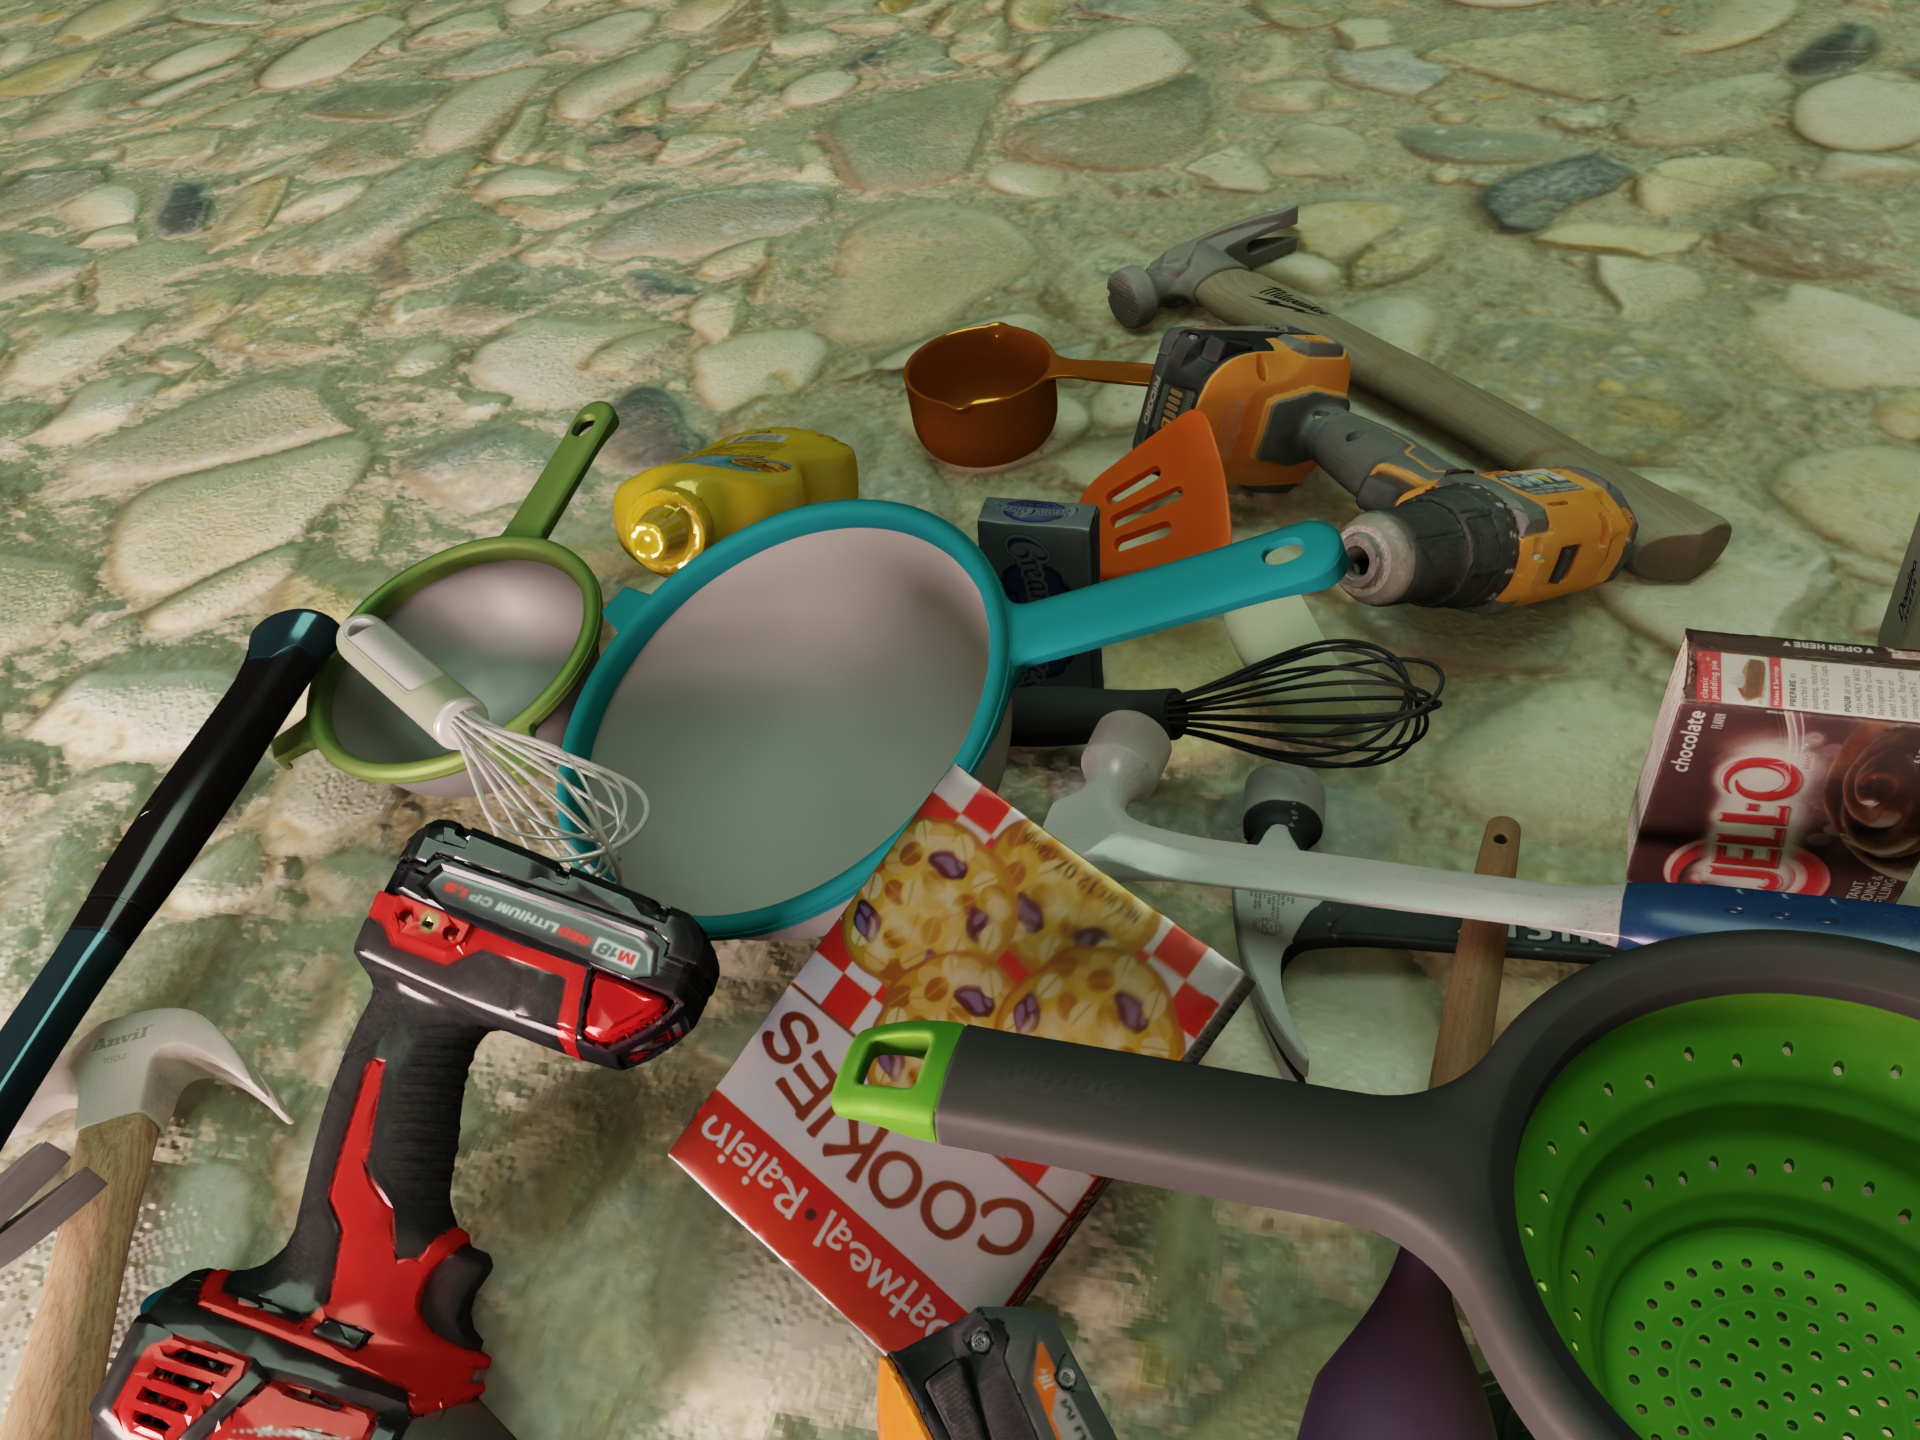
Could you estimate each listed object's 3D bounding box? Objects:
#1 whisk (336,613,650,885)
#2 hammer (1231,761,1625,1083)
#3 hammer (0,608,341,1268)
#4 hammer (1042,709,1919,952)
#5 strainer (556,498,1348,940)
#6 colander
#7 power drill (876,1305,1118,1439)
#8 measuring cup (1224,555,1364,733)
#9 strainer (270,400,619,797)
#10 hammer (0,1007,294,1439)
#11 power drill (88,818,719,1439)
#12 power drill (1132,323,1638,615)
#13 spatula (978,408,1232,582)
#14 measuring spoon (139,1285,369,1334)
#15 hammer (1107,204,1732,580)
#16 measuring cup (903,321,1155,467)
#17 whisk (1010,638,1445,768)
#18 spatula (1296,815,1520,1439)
[{"bbox_3d":[-0.208,0.004,0.672,0.058,0.059,0.247,-35,43,-26],"label":"whisk"},{"bbox_3d":[0.305,0.089,0.588,0.409,0.036,0.149,3,45,14],"label":"hammer"},{"bbox_3d":[-0.350,0.079,0.658,0.128,0.033,0.331,-2,48,22],"label":"hammer"},{"bbox_3d":[0.213,0.070,0.542,0.405,0.035,0.144,6,44,26],"label":"hammer"},{"bbox_3d":[-0.001,-0.002,0.664,0.340,0.095,0.211,-16,52,17],"label":"strainer"},{"bbox_3d":[0.157,0.153,0.453,0.397,0.094,0.205,7,43,16],"label":"colander"},{"bbox_3d":[-0.061,0.248,0.423,0.226,0.084,0.164,-25,68,-14],"label":"power drill"},{"bbox_3d":[0.145,-0.047,0.755,0.038,0.083,0.168,-29,24,10],"label":"measuring cup"},{"bbox_3d":[-0.219,-0.055,0.803,0.151,0.069,0.257,2,51,21],"label":"strainer"},{"bbox_3d":[-0.306,0.237,0.539,0.130,0.031,0.332,-18,44,3],"label":"hammer"},{"bbox_3d":[-0.168,0.158,0.531,0.143,0.078,0.220,22,70,1],"label":"power drill"},{"bbox_3d":[0.185,-0.119,0.769,0.185,0.084,0.226,-12,38,-39],"label":"power drill"},{"bbox_3d":[-0.026,-0.077,0.795,0.322,0.041,0.081,-11,69,12],"label":"spatula"},{"bbox_3d":[-0.239,0.206,0.573,0.128,0.021,0.042,-4,43,7],"label":"measuring spoon"},{"bbox_3d":[0.261,-0.195,0.904,0.146,0.038,0.411,-27,45,-19],"label":"hammer"},{"bbox_3d":[0.054,-0.182,0.917,0.173,0.052,0.095,6,45,14],"label":"measuring cup"},{"bbox_3d":[0.092,-0.005,0.687,0.239,0.055,0.055,-2,39,37],"label":"whisk"},{"bbox_3d":[0.158,0.148,0.516,0.060,0.018,0.316,9,46,19],"label":"spatula"}]
